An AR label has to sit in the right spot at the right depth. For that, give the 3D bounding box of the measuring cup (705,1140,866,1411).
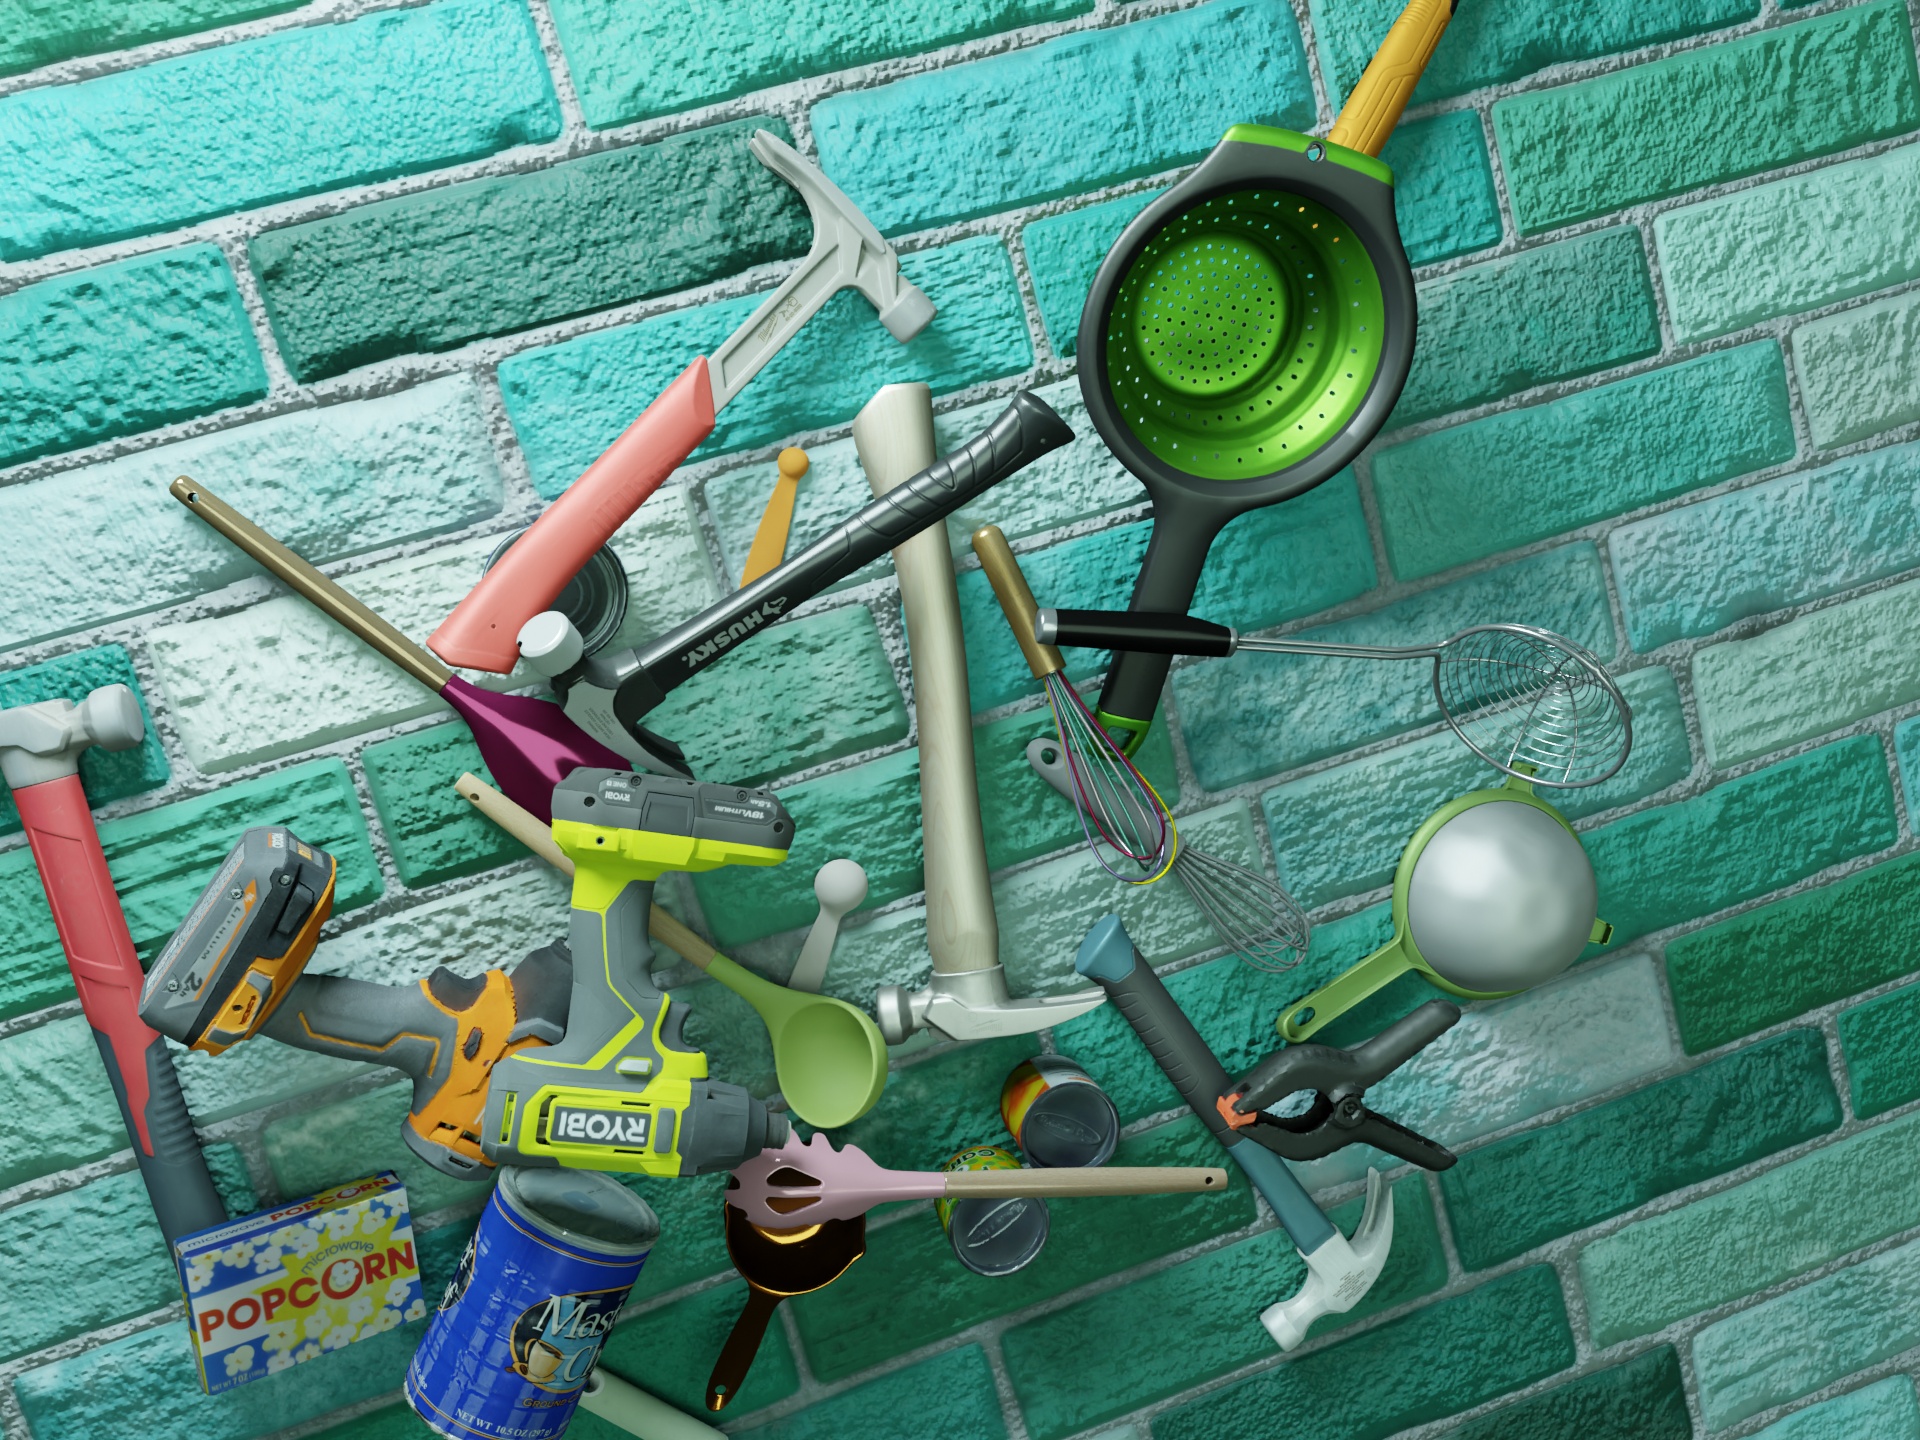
[{"bbox_3d":[-0.124,0.350,1.012,0.095,0.052,0.173,24,93,-14],"label":"measuring cup"}]

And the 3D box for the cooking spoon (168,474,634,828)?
[{"bbox_3d":[-0.325,-0.037,0.939,0.318,0.017,0.069,39,88,-14],"label":"cooking spoon"}]

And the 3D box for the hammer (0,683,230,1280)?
[{"bbox_3d":[-0.498,0.181,0.919,0.143,0.038,0.386,-14,99,-9],"label":"hammer"}]

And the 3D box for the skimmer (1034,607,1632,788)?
[{"bbox_3d":[0.226,-0.019,0.975,0.363,0.127,0.090,4,59,-8],"label":"skimmer"}]

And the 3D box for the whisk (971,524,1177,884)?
[{"bbox_3d":[0.070,-0.011,0.995,0.047,0.051,0.245,-27,86,26],"label":"whisk"}]

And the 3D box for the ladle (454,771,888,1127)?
[{"bbox_3d":[-0.176,0.136,0.968,0.320,0.062,0.078,38,107,-10],"label":"ladle"}]

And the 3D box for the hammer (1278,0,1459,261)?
[{"bbox_3d":[0.289,-0.450,1.013,0.127,0.034,0.337,28,90,-15],"label":"hammer"}]

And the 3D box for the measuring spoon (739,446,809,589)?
[{"bbox_3d":[-0.116,-0.112,0.978,0.021,0.011,0.117,16,93,-13],"label":"measuring spoon"}]

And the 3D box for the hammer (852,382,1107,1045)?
[{"bbox_3d":[-0.002,-0.003,0.993,0.146,0.038,0.410,-7,96,1],"label":"hammer"}]

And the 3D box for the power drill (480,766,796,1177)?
[{"bbox_3d":[-0.170,0.145,0.912,0.171,0.080,0.223,9,85,-17],"label":"power drill"}]

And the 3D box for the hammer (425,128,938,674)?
[{"bbox_3d":[-0.178,-0.171,0.920,0.149,0.037,0.359,44,77,-14],"label":"hammer"}]

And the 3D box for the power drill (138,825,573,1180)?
[{"bbox_3d":[-0.326,0.152,0.919,0.226,0.084,0.164,35,88,-27],"label":"power drill"}]

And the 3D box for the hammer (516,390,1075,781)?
[{"bbox_3d":[-0.079,-0.087,0.927,0.335,0.035,0.146,-33,139,-3],"label":"hammer"}]

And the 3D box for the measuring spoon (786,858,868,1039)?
[{"bbox_3d":[-0.090,0.148,1.011,0.034,0.018,0.124,19,93,-14],"label":"measuring spoon"}]

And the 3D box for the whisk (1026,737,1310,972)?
[{"bbox_3d":[0.137,0.087,1.042,0.239,0.055,0.055,37,88,-9],"label":"whisk"}]

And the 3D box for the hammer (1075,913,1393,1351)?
[{"bbox_3d":[0.180,0.270,1.076,0.128,0.033,0.331,-37,102,-5],"label":"hammer"}]

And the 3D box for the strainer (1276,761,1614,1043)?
[{"bbox_3d":[0.332,0.151,1.075,0.256,0.069,0.151,-31,102,-9],"label":"strainer"}]

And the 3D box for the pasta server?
[{"bbox_3d":[0.014,0.286,0.987,0.316,0.040,0.060,3,89,-13],"label":"pasta server"}]

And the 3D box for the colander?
[{"bbox_3d":[0.142,-0.166,0.998,0.204,0.095,0.397,11,112,-14],"label":"colander"}]

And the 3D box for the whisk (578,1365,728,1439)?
[{"bbox_3d":[-0.150,0.478,1.027,0.246,0.059,0.058,33,53,-10],"label":"whisk"}]
